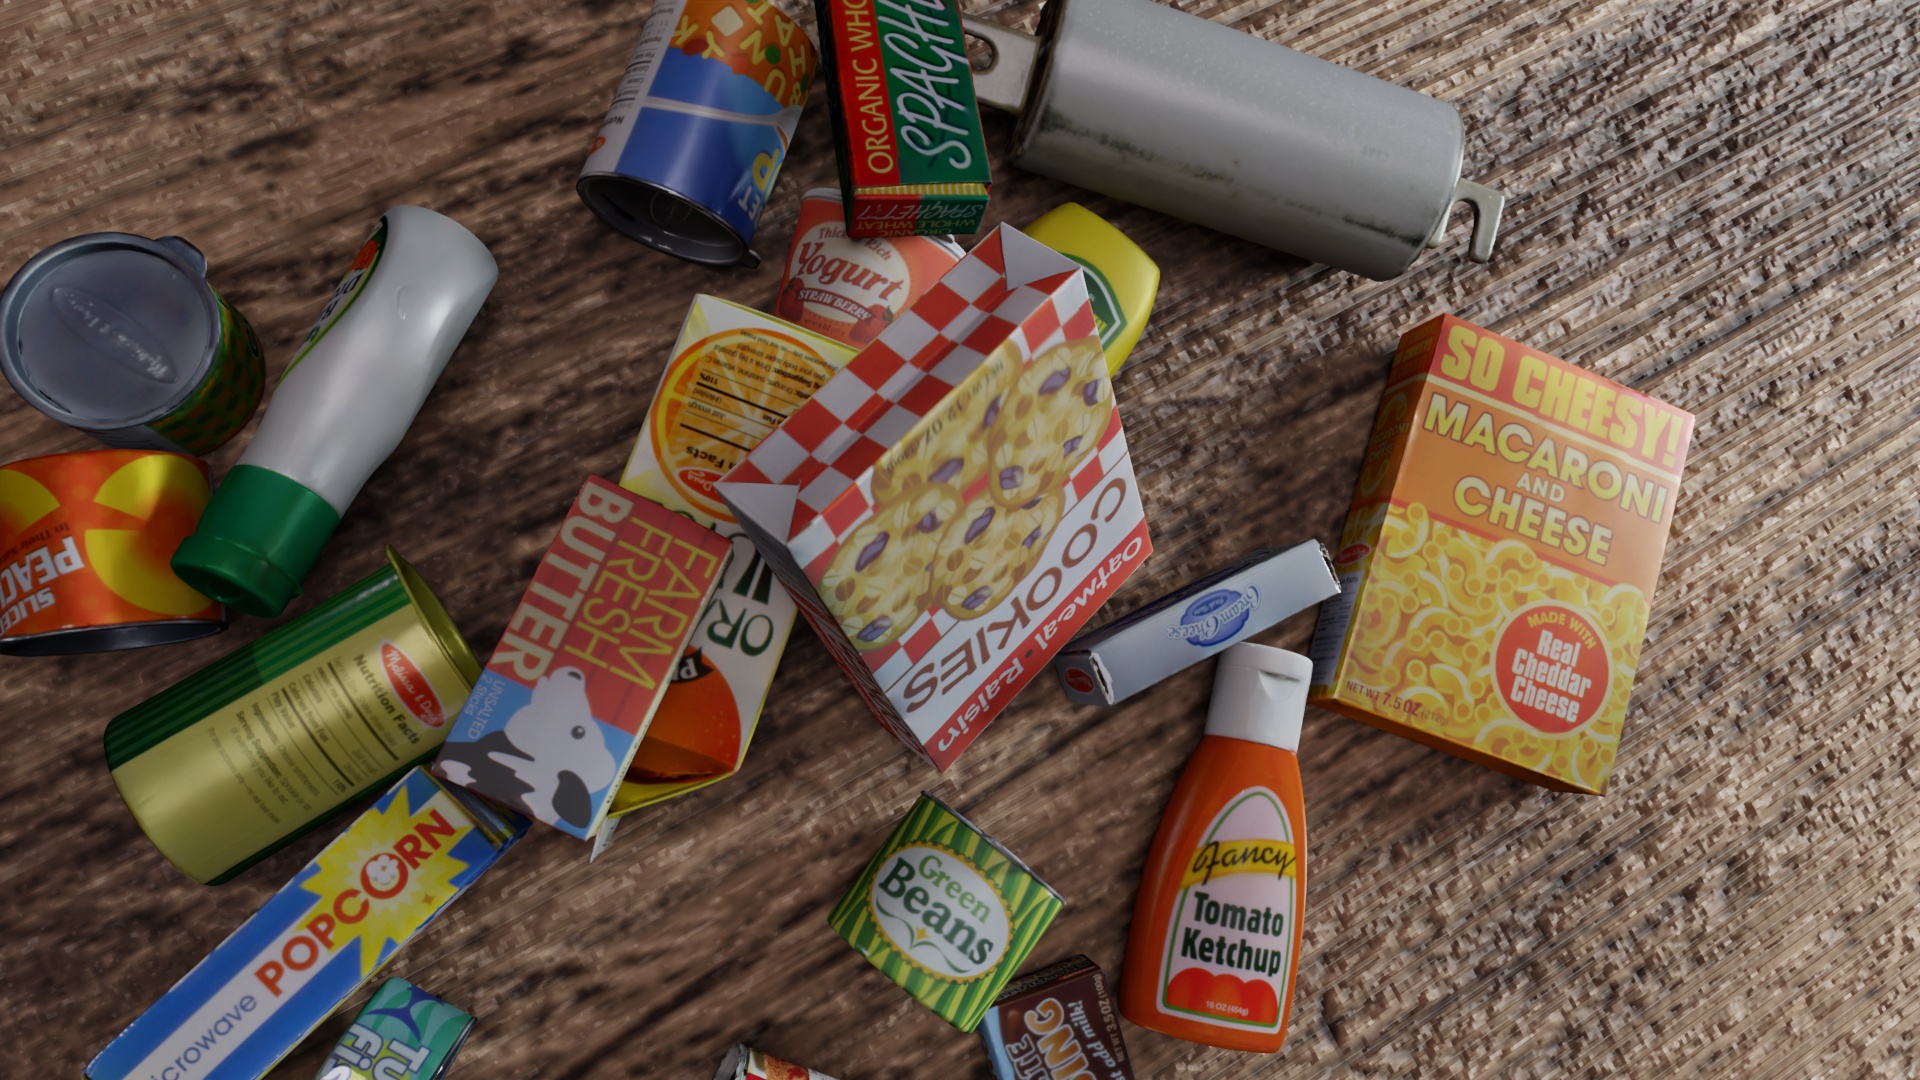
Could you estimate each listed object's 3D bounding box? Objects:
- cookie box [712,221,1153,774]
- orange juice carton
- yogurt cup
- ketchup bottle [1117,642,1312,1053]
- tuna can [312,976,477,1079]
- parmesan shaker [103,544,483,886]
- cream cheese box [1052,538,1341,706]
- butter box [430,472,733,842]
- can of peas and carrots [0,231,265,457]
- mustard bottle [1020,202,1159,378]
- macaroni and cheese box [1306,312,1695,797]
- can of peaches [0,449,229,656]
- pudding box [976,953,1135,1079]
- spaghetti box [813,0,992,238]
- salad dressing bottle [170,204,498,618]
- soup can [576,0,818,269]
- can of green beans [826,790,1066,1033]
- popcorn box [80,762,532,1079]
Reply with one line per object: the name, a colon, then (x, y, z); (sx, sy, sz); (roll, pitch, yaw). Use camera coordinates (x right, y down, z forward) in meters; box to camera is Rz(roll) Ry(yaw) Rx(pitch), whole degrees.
cookie box: (0.002, -0.006, 0.474); (0.123, 0.166, 0.040); (-45, 57, -13)
orange juice carton: (-0.094, 0.019, 0.494); (0.073, 0.071, 0.193); (20, 79, -8)
yogurt cup: (-0.037, -0.094, 0.526); (0.072, 0.072, 0.054); (22, 87, -8)
ketchup bottle: (0.105, 0.115, 0.535); (0.065, 0.043, 0.149); (15, 79, -10)
tuna can: (-0.190, 0.179, 0.452); (0.033, 0.071, 0.071); (30, 78, -5)
parmesan shaker: (-0.219, 0.057, 0.465); (0.103, 0.071, 0.071); (-31, 89, -13)
cream cheese box: (0.090, 0.032, 0.539); (0.104, 0.053, 0.024); (-25, 91, -14)
butter box: (-0.116, 0.036, 0.436); (0.053, 0.024, 0.103); (26, 78, -6)
can of peas and carrots: (-0.279, -0.066, 0.475); (0.071, 0.058, 0.071); (2, 82, -12)
mustard bottle: (0.014, -0.055, 0.537); (0.065, 0.048, 0.160); (35, 77, -2)
macaroni and cheese box: (0.222, 0.006, 0.576); (0.124, 0.040, 0.166); (20, 79, -8)
can of peaches: (-0.283, 0.005, 0.458); (0.071, 0.071, 0.058); (-7, 83, -12)
pudding box: (0.039, 0.204, 0.516); (0.050, 0.030, 0.083); (-15, 85, -12)
spaghetti box: (-0.032, -0.221, 0.525); (0.050, 0.028, 0.251); (-4, 65, -11)
salad dressing bottle: (-0.210, -0.046, 0.471); (0.044, 0.064, 0.148); (33, 59, -26)
soup can: (-0.095, -0.154, 0.521); (0.071, 0.071, 0.084); (21, 79, -8)
can of green beans: (-0.005, 0.133, 0.498); (0.071, 0.071, 0.058); (39, 77, -4)
popcorn box: (-0.203, 0.128, 0.449); (0.127, 0.085, 0.038); (-44, 92, -13)
